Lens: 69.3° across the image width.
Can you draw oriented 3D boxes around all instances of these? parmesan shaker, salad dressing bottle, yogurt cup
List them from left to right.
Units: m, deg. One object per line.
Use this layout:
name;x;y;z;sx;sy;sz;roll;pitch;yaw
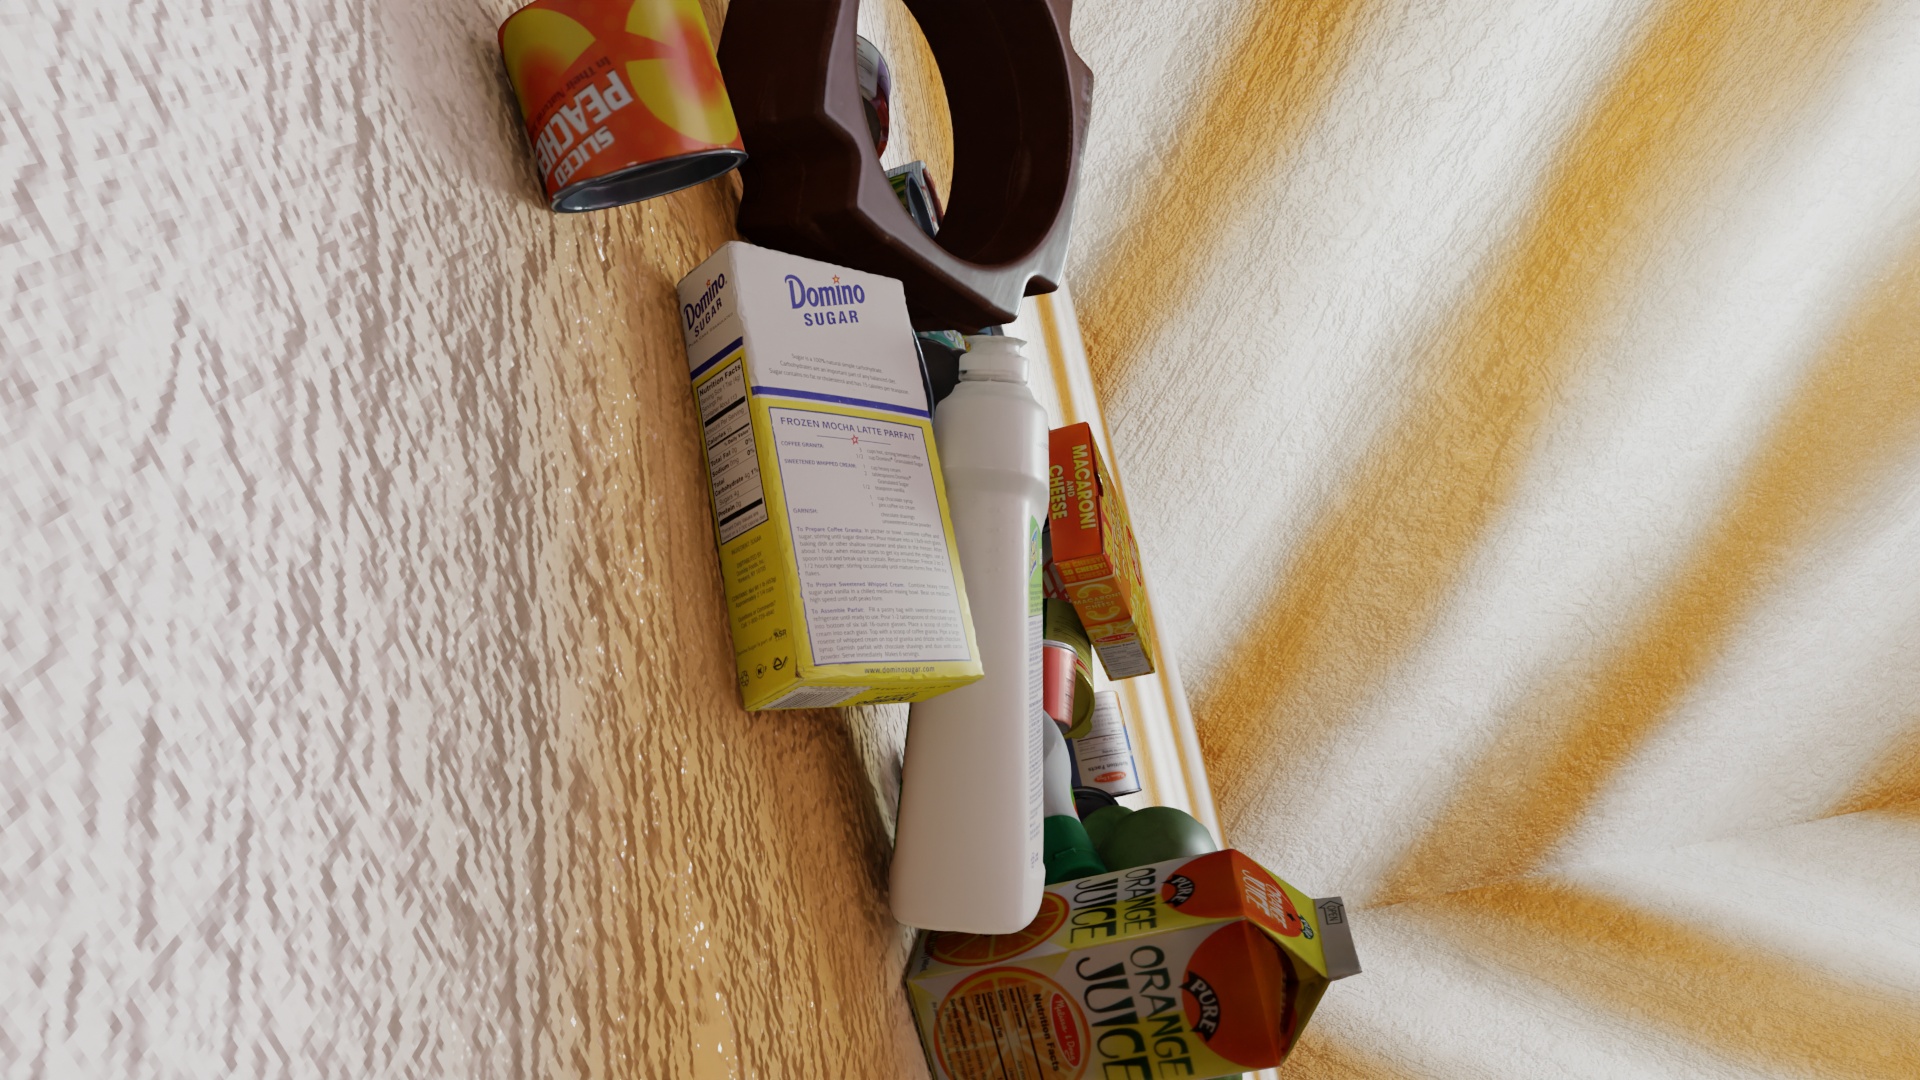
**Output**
yogurt cup;0.046;0.101;0.929;0.072;0.072;0.054;54;32;-63
salad dressing bottle;0.038;0.141;0.764;0.148;0.064;0.043;-119;-168;-56
parmesan shaker;0.067;0.096;1.029;0.103;0.071;0.071;-81;154;-67

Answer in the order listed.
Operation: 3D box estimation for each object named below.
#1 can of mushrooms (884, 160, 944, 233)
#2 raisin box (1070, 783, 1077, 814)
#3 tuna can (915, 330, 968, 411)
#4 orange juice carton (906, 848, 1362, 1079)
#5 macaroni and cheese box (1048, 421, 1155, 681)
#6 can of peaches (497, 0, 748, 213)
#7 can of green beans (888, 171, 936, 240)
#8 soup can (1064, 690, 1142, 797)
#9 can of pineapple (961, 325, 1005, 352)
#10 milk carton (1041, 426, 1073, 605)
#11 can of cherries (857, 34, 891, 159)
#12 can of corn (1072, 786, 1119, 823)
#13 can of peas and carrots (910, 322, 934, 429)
can of mushrooms;-0.035;-0.257;1.077;0.071;0.033;0.071;-17;92;-80
raisin box;0.053;0.192;0.908;0.086;0.040;0.124;52;24;-64
tuna can;-0.026;-0.101;0.808;0.033;0.071;0.070;-95;166;-47
orange juice carton;0.081;0.196;0.627;0.072;0.192;0.073;-56;131;-78
macaroni and cheese box;0.105;0.010;1.042;0.165;0.040;0.124;61;21;-49
can of peaches;-0.110;-0.143;0.449;0.071;0.071;0.058;-53;127;-77
can of green beans;-0.048;-0.183;0.841;0.071;0.058;0.071;-16;92;-80
soup can;0.106;0.172;1.139;0.071;0.071;0.084;40;36;-72
can of pineapple;0.004;-0.142;1.054;0.071;0.058;0.071;-17;92;-79
milk carton;0.065;-0.002;1.140;0.074;0.072;0.189;-94;165;-45
can of cherries;-0.072;-0.241;0.779;0.059;0.071;0.071;-93;165;-46
can of corn;0.088;0.217;0.988;0.071;0.071;0.058;-93;165;-47
can of peas and carrots;-0.050;-0.077;0.686;0.071;0.059;0.071;-16;92;-79
